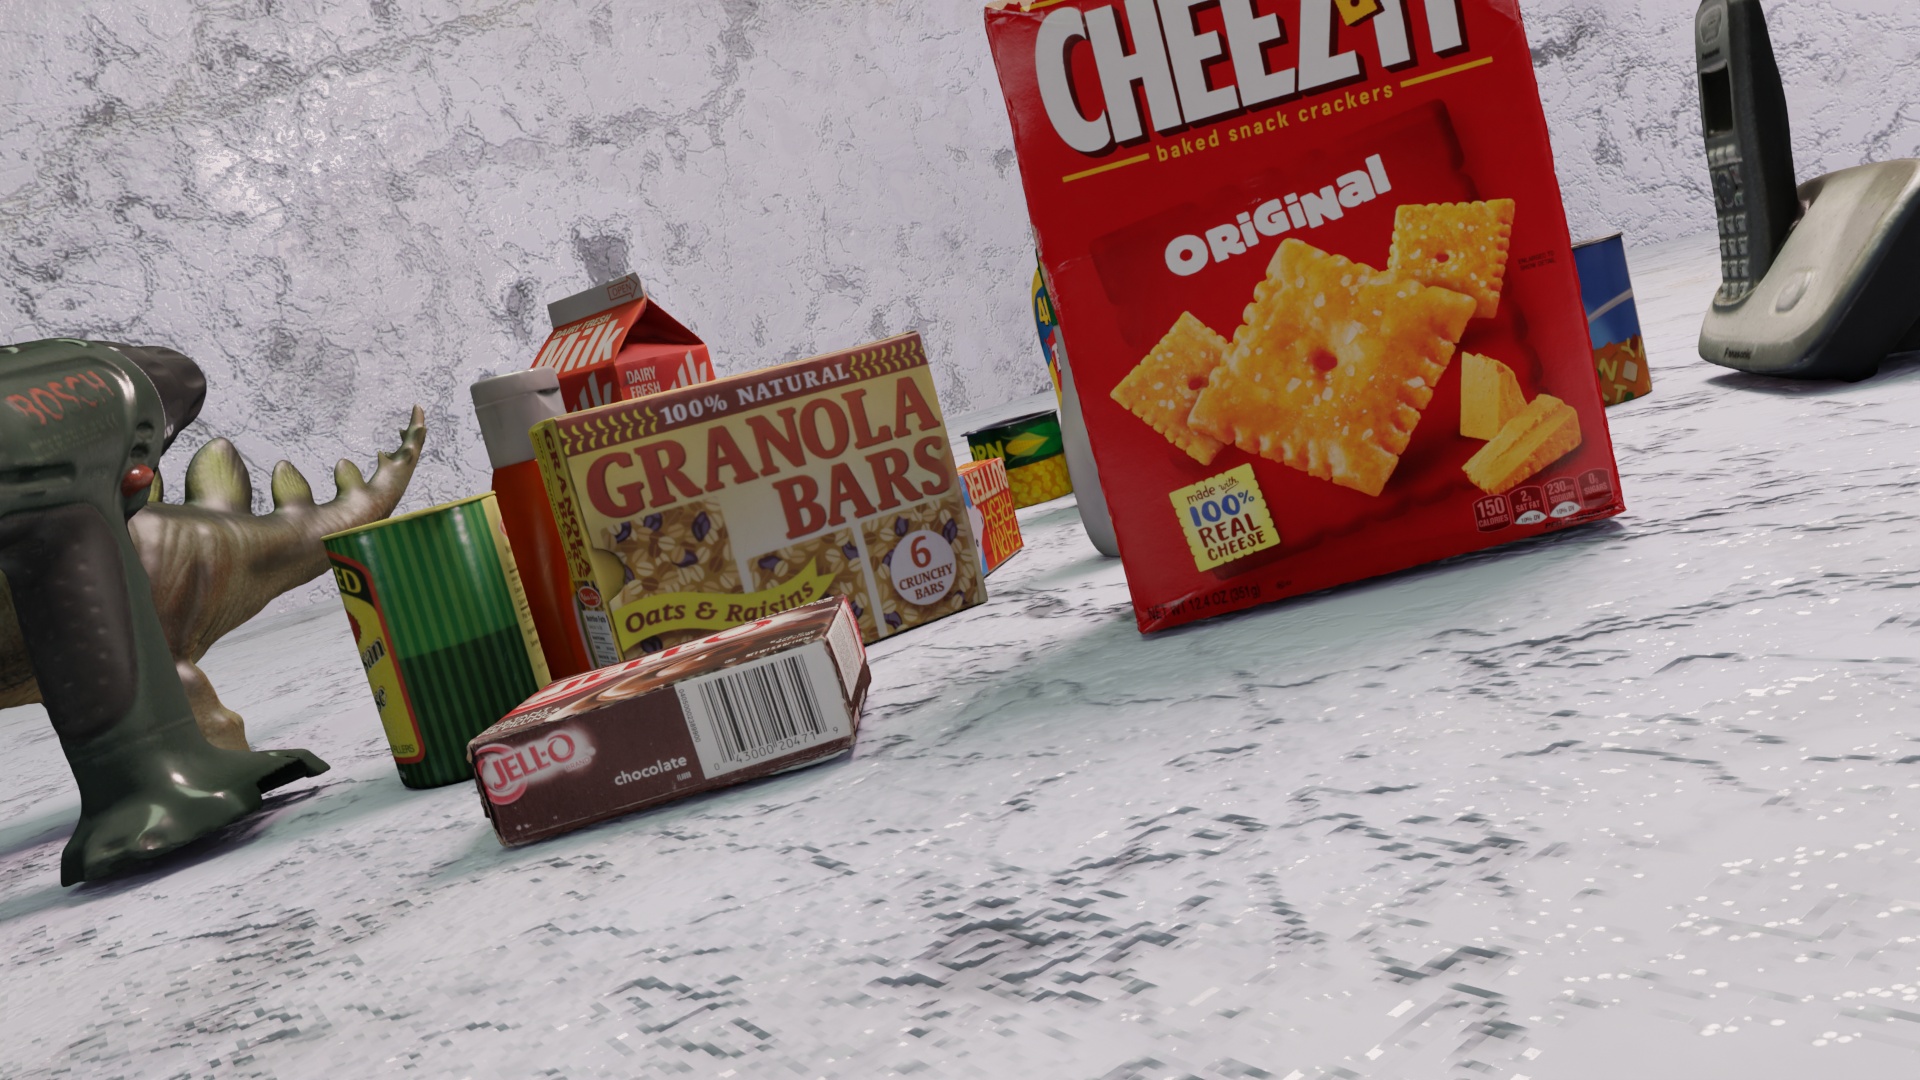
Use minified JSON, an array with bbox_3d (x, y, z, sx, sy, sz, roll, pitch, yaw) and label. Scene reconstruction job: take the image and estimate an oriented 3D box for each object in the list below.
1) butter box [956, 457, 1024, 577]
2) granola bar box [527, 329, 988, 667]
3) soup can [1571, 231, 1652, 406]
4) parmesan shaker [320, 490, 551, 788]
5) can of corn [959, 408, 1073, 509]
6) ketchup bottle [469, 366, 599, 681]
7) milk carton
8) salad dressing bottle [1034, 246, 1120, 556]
[{"bbox_3d":[0.002,-0.009,0.700,0.024,0.053,0.104,-12,7,20],"label":"butter box"},{"bbox_3d":[-0.078,-0.009,0.580,0.166,0.124,0.039,-19,7,-29],"label":"granola bar box"},{"bbox_3d":[0.317,-0.112,0.729,0.071,0.083,0.071,-15,7,2],"label":"soup can"},{"bbox_3d":[-0.201,0.039,0.546,0.071,0.103,0.071,-15,7,2],"label":"parmesan shaker"},{"bbox_3d":[0.040,-0.055,0.962,0.071,0.058,0.071,-15,7,2],"label":"can of corn"},{"bbox_3d":[-0.175,0.000,0.604,0.043,0.148,0.065,-13,7,20],"label":"ketchup bottle"},{"bbox_3d":[-0.167,-0.039,0.727,0.072,0.190,0.074,-11,8,32],"label":"milk carton"},{"bbox_3d":[0.069,-0.068,0.644,0.044,0.147,0.064,-10,8,39],"label":"salad dressing bottle"}]
